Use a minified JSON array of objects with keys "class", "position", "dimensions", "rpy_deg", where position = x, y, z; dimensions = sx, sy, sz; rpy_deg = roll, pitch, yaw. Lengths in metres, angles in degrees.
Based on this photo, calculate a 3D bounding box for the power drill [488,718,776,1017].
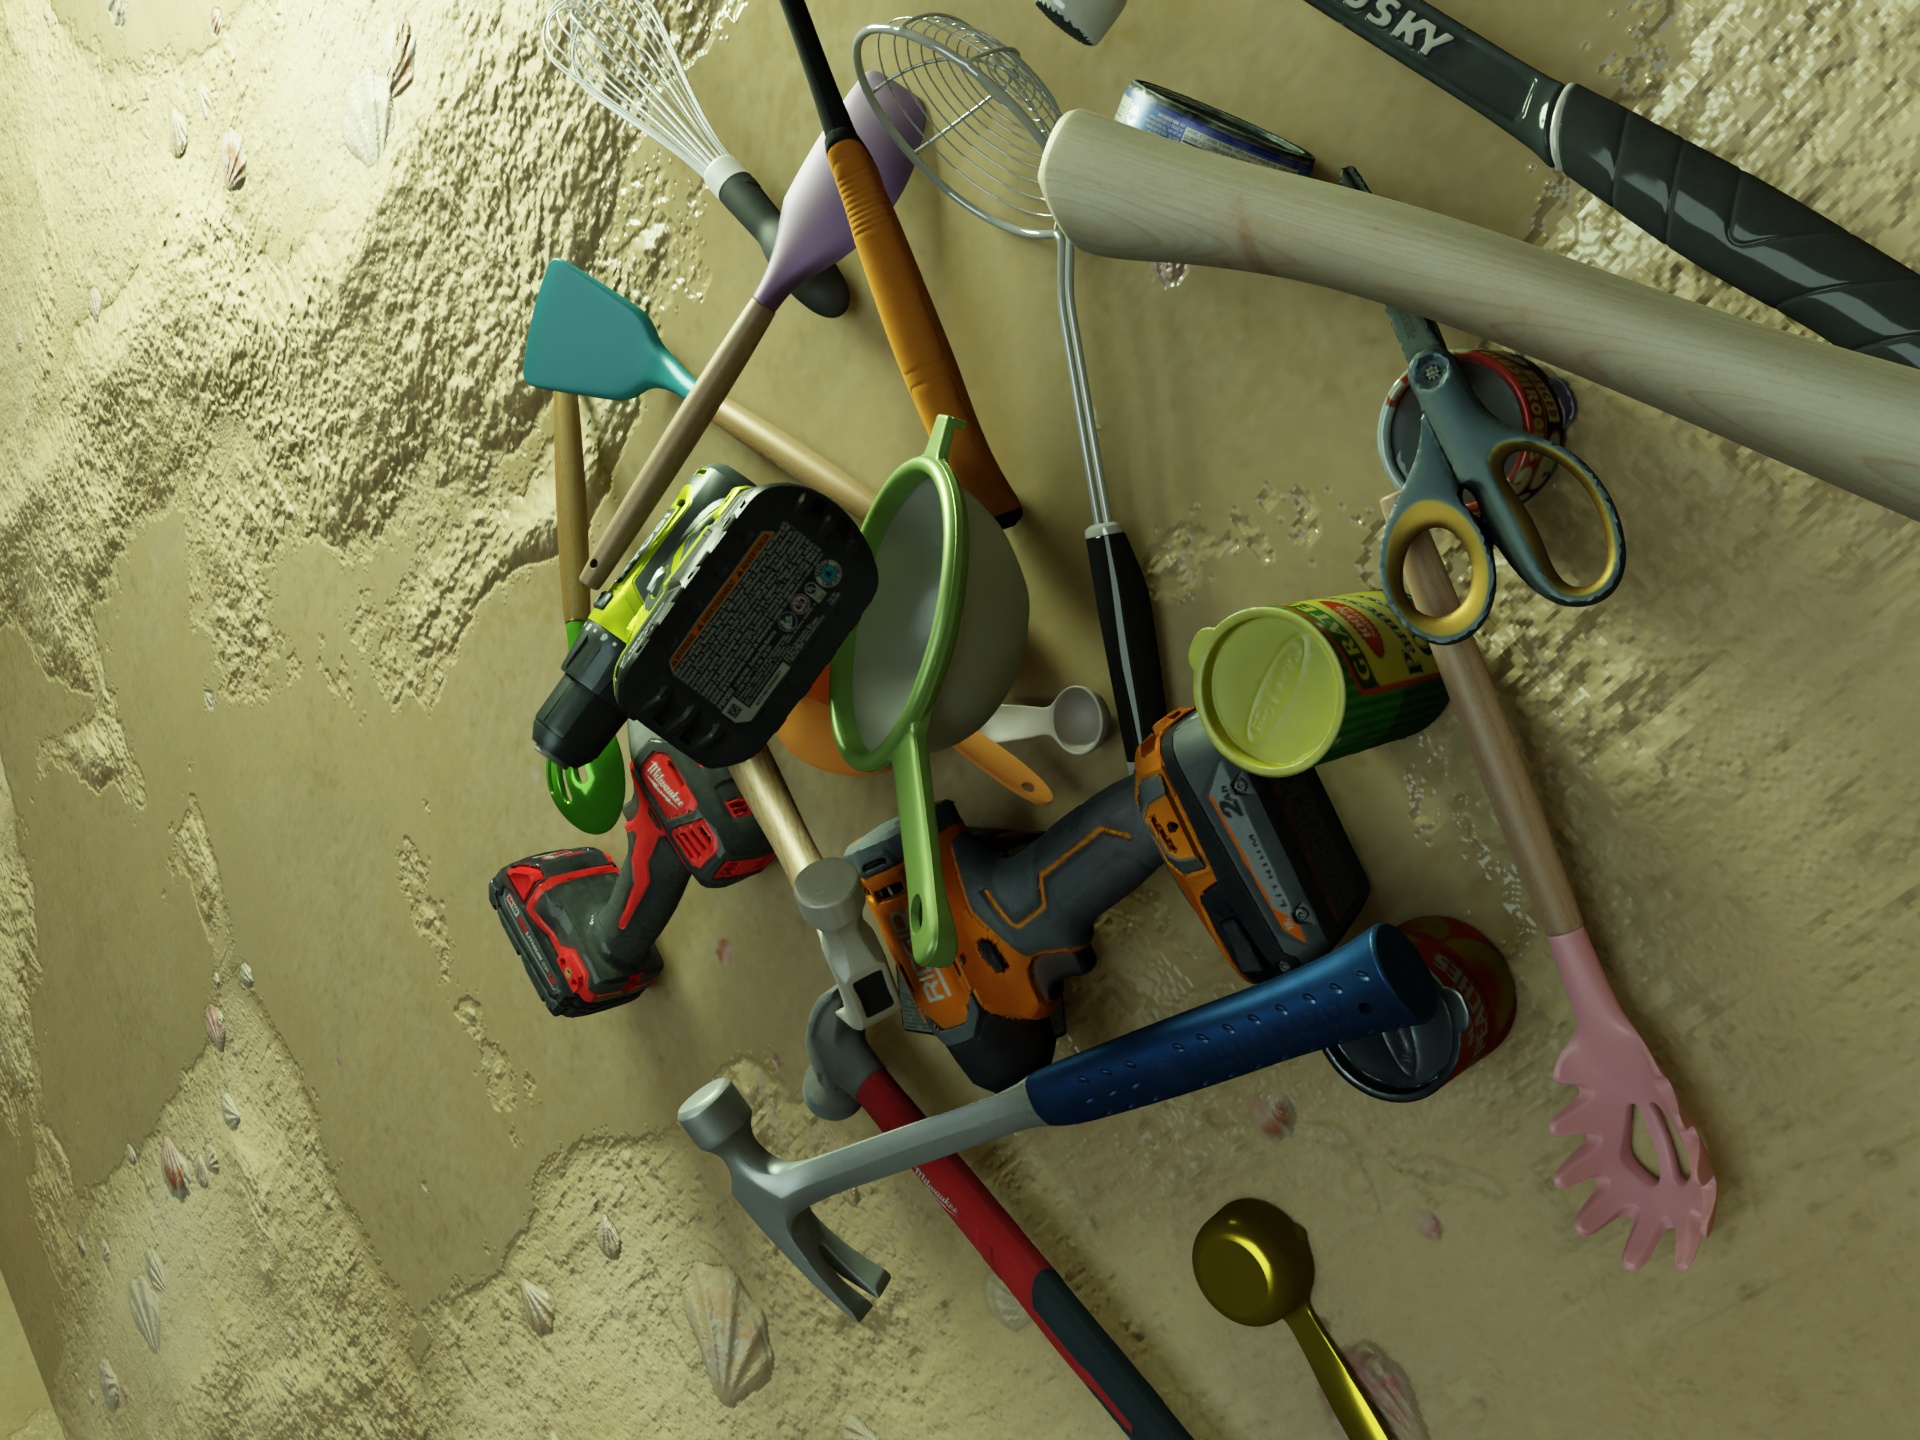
[{"class":"power drill","position":[-0.208,0.080,1.012],"dimensions":[0.219,0.078,0.143],"rpy_deg":[-47,67,34]}]

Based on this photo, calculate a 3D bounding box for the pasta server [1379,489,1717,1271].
[{"class":"pasta server","position":[0.224,0.059,0.624],"dimensions":[0.060,0.040,0.316],"rpy_deg":[-22,89,50]}]

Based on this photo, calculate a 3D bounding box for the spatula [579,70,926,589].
[{"class":"spatula","position":[-0.117,-0.200,0.853],"dimensions":[0.060,0.018,0.316],"rpy_deg":[40,104,17]}]

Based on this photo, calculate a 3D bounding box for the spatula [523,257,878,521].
[{"class":"spatula","position":[-0.141,-0.174,0.922],"dimensions":[0.318,0.044,0.082],"rpy_deg":[35,116,31]}]

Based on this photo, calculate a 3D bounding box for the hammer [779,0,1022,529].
[{"class":"hammer","position":[-0.045,-0.248,0.771],"dimensions":[0.034,0.127,0.337],"rpy_deg":[-20,96,14]}]

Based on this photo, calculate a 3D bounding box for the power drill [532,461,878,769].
[{"class":"power drill","position":[-0.144,-0.046,0.825],"dimensions":[0.190,0.080,0.229],"rpy_deg":[-55,22,-8]}]

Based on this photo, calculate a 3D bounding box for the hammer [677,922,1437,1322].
[{"class":"hammer","position":[0.034,0.180,0.727],"dimensions":[0.405,0.035,0.144],"rpy_deg":[-30,99,37]}]

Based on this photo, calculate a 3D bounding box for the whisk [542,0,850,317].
[{"class":"whisk","position":[-0.150,-0.326,0.896],"dimensions":[0.285,0.070,0.070],"rpy_deg":[51,127,17]}]

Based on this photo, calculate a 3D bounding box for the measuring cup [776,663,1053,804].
[{"class":"measuring cup","position":[-0.026,0.012,0.832],"dimensions":[0.174,0.095,0.052],"rpy_deg":[35,130,23]}]

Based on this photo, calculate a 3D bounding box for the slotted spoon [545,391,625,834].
[{"class":"slotted spoon","position":[-0.242,-0.084,0.994],"dimensions":[0.070,0.031,0.314],"rpy_deg":[-20,69,38]}]

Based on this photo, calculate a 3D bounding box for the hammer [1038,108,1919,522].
[{"class":"hammer","position":[0.208,-0.148,0.542],"dimensions":[0.411,0.038,0.146],"rpy_deg":[28,122,24]}]

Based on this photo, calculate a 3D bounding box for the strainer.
[{"class":"strainer","position":[-0.001,-0.002,0.722],"dimensions":[0.151,0.069,0.257],"rpy_deg":[126,146,-46]}]

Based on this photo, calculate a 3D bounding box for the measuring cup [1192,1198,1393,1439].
[{"class":"measuring cup","position":[0.162,0.302,0.748],"dimensions":[0.062,0.029,0.157],"rpy_deg":[-46,66,37]}]

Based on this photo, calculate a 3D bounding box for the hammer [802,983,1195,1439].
[{"class":"hammer","position":[0.048,0.294,0.821],"dimensions":[0.387,0.038,0.143],"rpy_deg":[46,148,23]}]

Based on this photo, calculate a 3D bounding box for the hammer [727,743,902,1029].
[{"class":"hammer","position":[-0.104,0.040,0.858],"dimensions":[0.332,0.031,0.129],"rpy_deg":[54,164,49]}]

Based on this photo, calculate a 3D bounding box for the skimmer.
[{"class":"skimmer","position":[0.029,-0.144,0.745],"dimensions":[0.127,0.090,0.363],"rpy_deg":[-173,71,-76]}]

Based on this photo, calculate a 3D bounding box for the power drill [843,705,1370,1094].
[{"class":"power drill","position":[0.066,0.093,0.737],"dimensions":[0.226,0.084,0.164],"rpy_deg":[-25,92,33]}]

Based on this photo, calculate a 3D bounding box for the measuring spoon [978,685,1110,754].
[{"class":"measuring spoon","position":[0.033,0.001,0.822],"dimensions":[0.124,0.018,0.034],"rpy_deg":[-2,91,49]}]

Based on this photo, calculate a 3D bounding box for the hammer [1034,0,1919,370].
[{"class":"hammer","position":[0.211,-0.233,0.588],"dimensions":[0.409,0.036,0.149],"rpy_deg":[44,105,23]}]
